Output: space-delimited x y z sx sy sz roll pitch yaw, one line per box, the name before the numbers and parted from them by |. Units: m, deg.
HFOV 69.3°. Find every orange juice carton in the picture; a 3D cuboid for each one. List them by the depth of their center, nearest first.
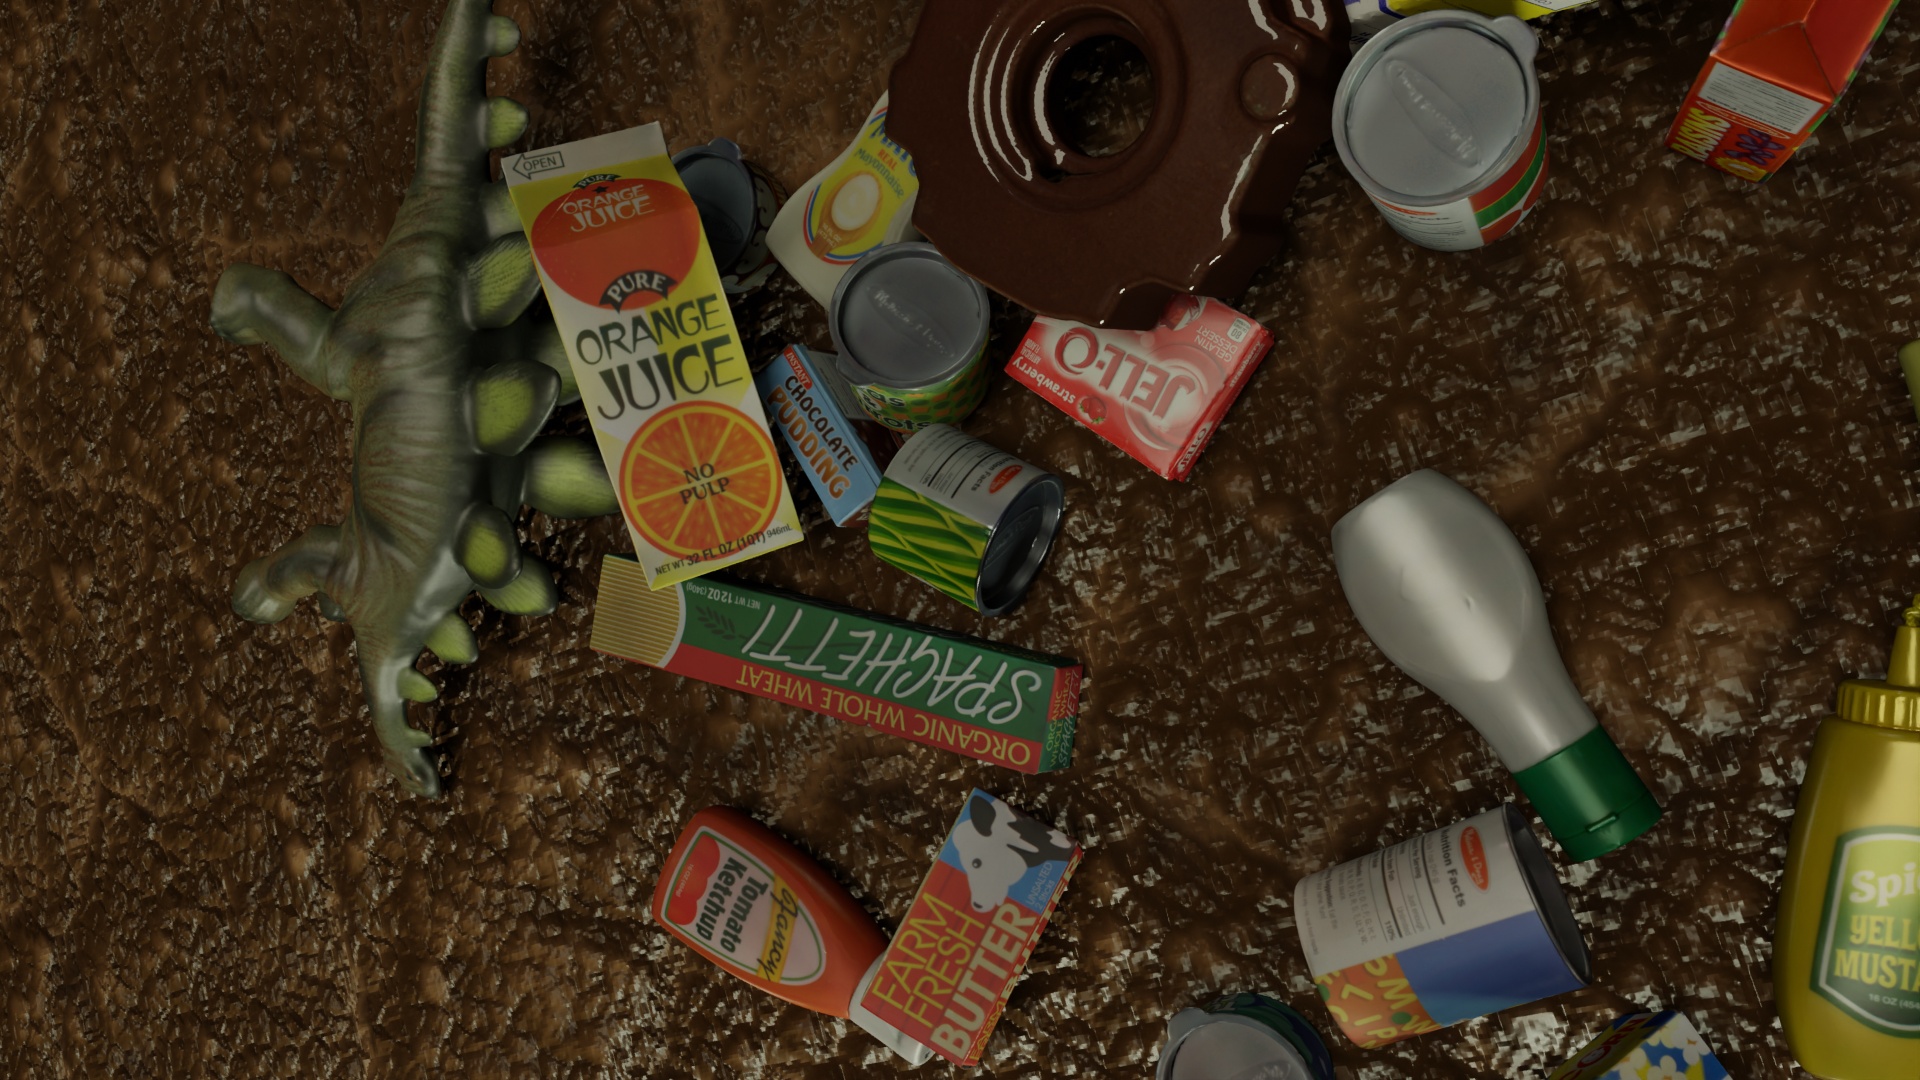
orange juice carton | -0.136 -0.082 0.613 0.072 0.073 0.192 -19 100 -13

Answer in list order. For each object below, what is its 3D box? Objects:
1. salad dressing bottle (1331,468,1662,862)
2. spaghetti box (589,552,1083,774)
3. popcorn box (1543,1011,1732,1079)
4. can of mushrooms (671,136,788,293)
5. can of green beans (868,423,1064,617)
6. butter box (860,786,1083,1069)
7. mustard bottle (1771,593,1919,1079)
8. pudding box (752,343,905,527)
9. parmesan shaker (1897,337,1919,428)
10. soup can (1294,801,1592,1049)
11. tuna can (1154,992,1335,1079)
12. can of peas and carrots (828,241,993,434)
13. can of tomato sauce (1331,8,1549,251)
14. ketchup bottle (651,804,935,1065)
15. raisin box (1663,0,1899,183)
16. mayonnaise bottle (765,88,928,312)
salad dressing bottle | 0.196 0.045 0.511 0.064 0.044 0.148 -36 76 19
spaghetti box | -0.065 0.053 0.643 0.250 0.029 0.050 12 95 25
popcorn box | 0.215 0.229 0.462 0.127 0.038 0.085 -28 73 -18
can of mushrooms | -0.116 -0.156 0.668 0.071 0.033 0.071 0 89 26
can of green beans | 0.002 -0.009 0.591 0.058 0.071 0.071 27 101 24
butter box | 0.005 0.162 0.587 0.053 0.024 0.104 24 75 20
mustard bottle | 0.305 0.097 0.454 0.065 0.049 0.160 3 91 24
pudding box | -0.053 -0.047 0.627 0.030 0.050 0.084 -38 74 22
parmesan shaker | 0.342 -0.021 0.427 0.071 0.071 0.103 -14 83 25
soup can | 0.176 0.143 0.507 0.083 0.071 0.071 -28 78 23
tuna can | 0.112 0.215 0.553 0.071 0.033 0.071 0 89 25
can of peas and carrots | -0.021 -0.083 0.595 0.071 0.058 0.071 -1 74 3
can of tomato sauce | 0.177 -0.146 0.501 0.071 0.083 0.071 0 89 25
ketchup bottle | -0.069 0.182 0.634 0.149 0.043 0.064 27 94 23
raisin box | 0.266 -0.168 0.435 0.040 0.123 0.086 29 102 17
mayonnaise bottle | -0.021 -0.170 0.618 0.065 0.041 0.147 47 108 15
